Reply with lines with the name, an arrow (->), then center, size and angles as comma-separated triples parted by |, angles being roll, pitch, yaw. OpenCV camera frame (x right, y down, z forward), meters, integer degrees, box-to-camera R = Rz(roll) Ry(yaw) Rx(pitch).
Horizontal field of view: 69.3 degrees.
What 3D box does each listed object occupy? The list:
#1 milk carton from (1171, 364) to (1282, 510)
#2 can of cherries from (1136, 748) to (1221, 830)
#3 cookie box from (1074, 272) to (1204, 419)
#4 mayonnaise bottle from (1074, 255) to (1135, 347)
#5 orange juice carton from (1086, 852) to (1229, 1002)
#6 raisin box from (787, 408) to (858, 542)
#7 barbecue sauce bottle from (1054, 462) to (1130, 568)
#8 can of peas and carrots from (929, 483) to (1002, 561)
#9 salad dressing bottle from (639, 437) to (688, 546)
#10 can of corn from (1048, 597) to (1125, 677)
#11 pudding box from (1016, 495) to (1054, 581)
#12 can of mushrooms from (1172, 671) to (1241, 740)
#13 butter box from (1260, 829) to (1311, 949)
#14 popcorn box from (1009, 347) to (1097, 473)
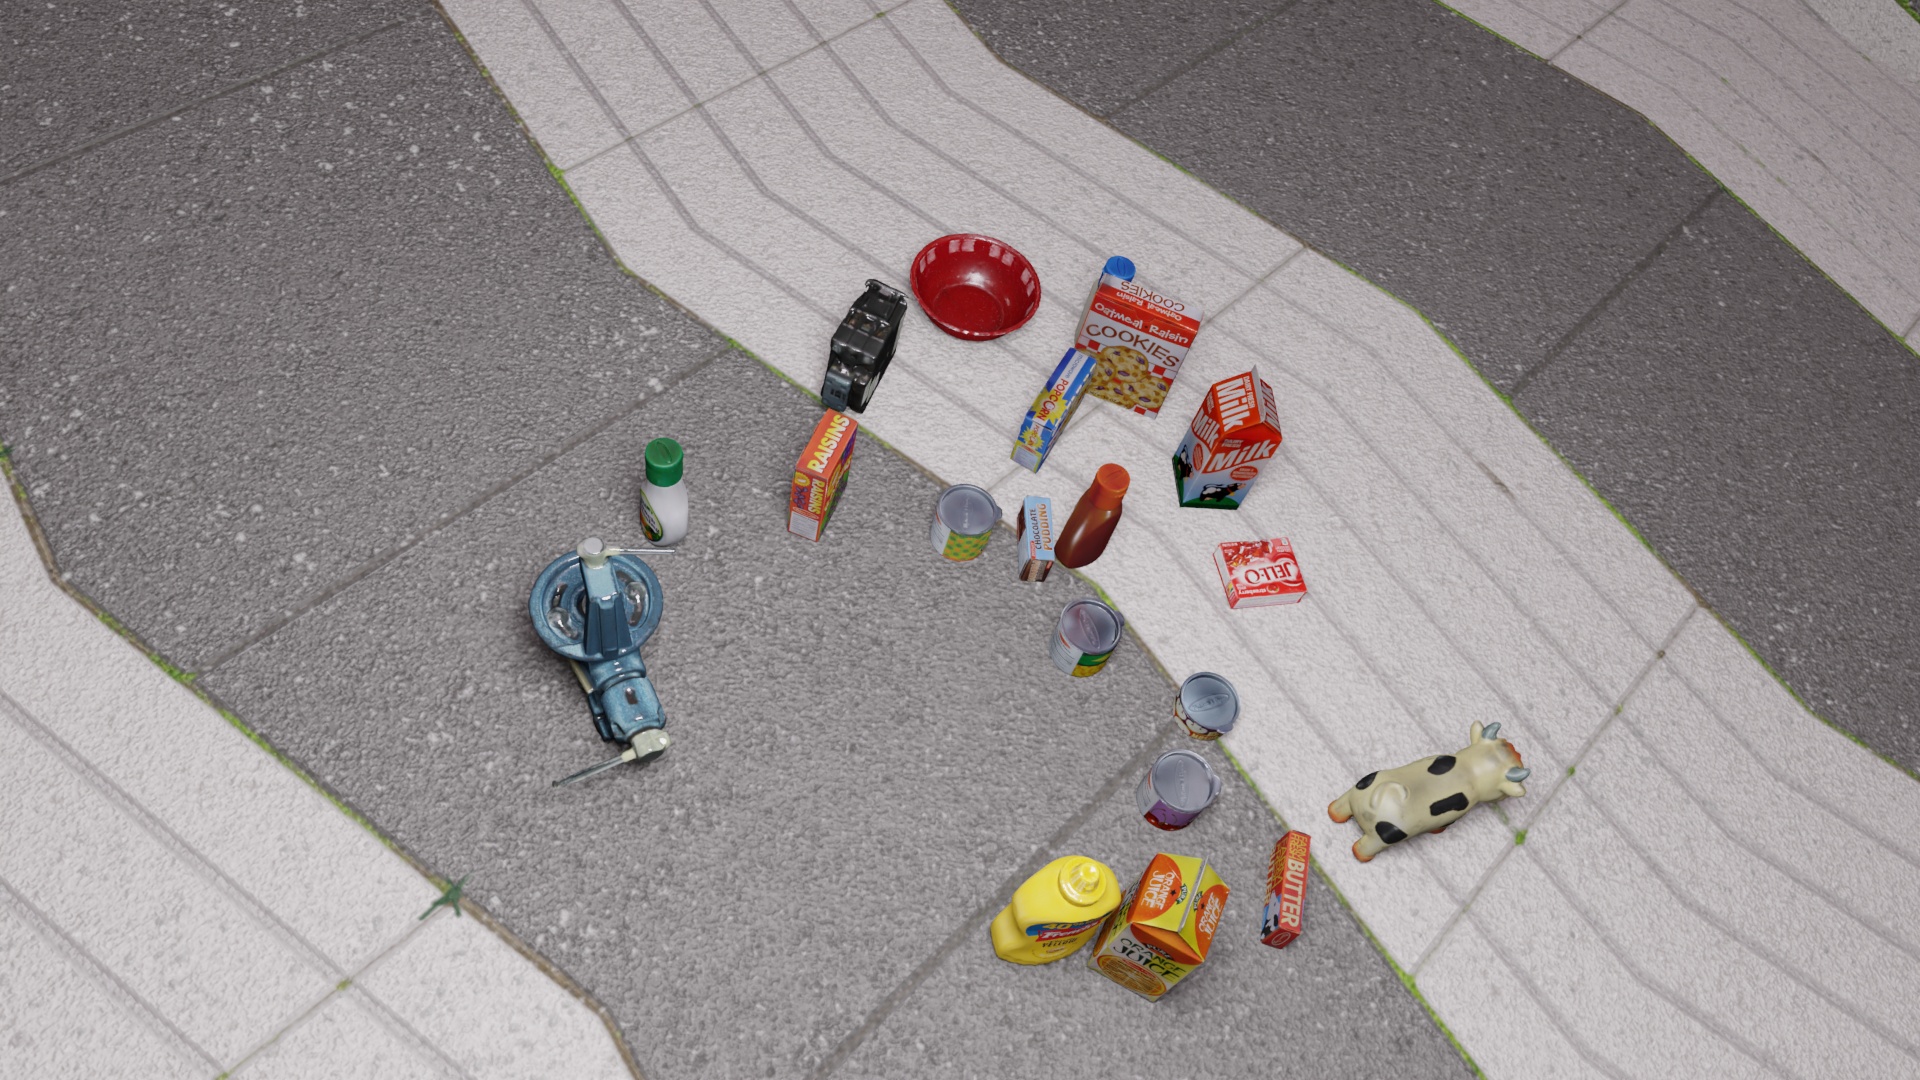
milk carton -> 0.303, -0.114, 1.559 | 0.073, 0.189, 0.072 | 2, 58, -11
can of cherries -> 0.218, 0.251, 1.390 | 0.071, 0.058, 0.072 | 6, 58, -9
cookie box -> 0.198, -0.223, 1.619 | 0.123, 0.166, 0.040 | 21, 57, 2
mayonnaise bottle -> 0.172, -0.277, 1.658 | 0.041, 0.147, 0.065 | 2, 58, -11
orange juice carton -> 0.181, 0.343, 1.244 | 0.073, 0.191, 0.072 | 27, 57, 5
raisin box -> -0.147, -0.068, 1.474 | 0.040, 0.122, 0.086 | 23, 57, 3
barbecue sauce bottle -> 0.146, -0.027, 1.496 | 0.065, 0.147, 0.044 | -28, 68, -25
can of peas and carrots -> 0.005, -0.019, 1.514 | 0.071, 0.058, 0.071 | 6, 58, -9
salad dressing bottle -> -0.302, -0.049, 1.414 | 0.044, 0.147, 0.064 | -23, 66, -24
can of corn -> 0.133, 0.102, 1.465 | 0.071, 0.058, 0.071 | 6, 58, -9
pudding box -> 0.082, -0.002, 1.525 | 0.030, 0.049, 0.084 | 4, 58, -9
can of mushrooms -> 0.259, 0.177, 1.460 | 0.071, 0.033, 0.071 | 6, 57, -9
butter box -> 0.318, 0.340, 1.358 | 0.024, 0.052, 0.104 | 17, 56, -1
popcorn box -> 0.108, -0.151, 1.603 | 0.038, 0.084, 0.127 | 29, 57, 6
